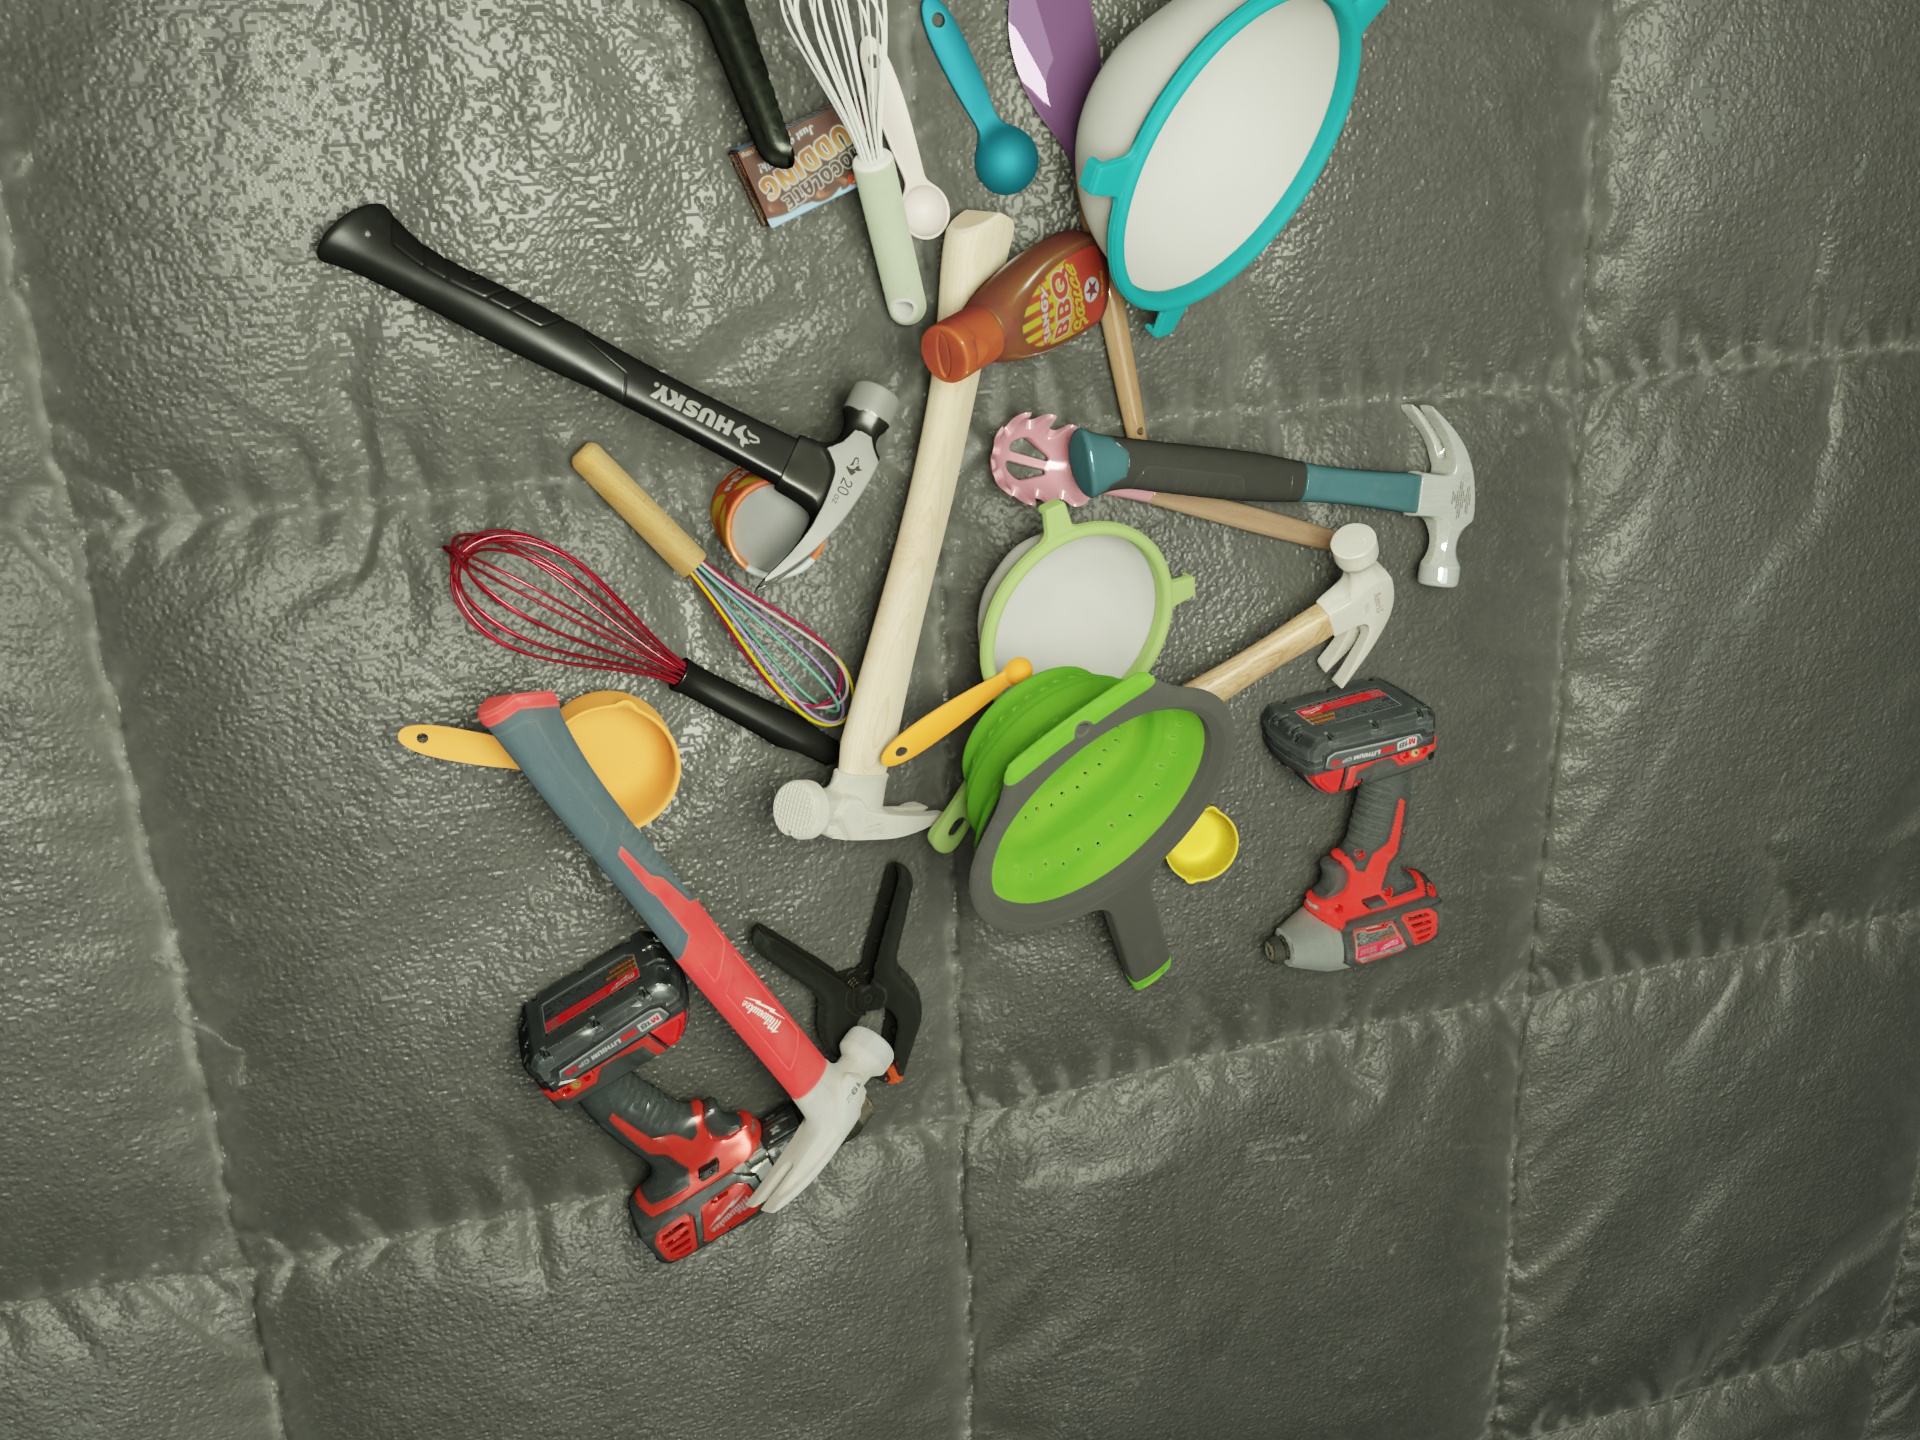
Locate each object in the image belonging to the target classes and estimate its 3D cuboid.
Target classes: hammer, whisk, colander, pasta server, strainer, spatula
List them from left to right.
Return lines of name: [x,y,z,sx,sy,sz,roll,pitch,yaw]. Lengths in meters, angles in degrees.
hammer: [-0.210,-0.201,0.930,0.334,0.035,0.146,26,75,-13]
whisk: [-0.196,-0.038,1.017,0.295,0.073,0.073,30,97,-29]
hammer: [-0.185,0.143,1.012,0.143,0.038,0.386,-52,121,-33]
whisk: [-0.155,-0.086,1.025,0.047,0.051,0.244,-47,111,-7]
whisk: [-0.053,-0.334,0.926,0.058,0.059,0.246,-3,140,11]
hammer: [-0.021,-0.121,1.040,0.146,0.038,0.410,3,103,-54]
strainer: [0.039,-0.030,1.089,0.151,0.069,0.256,22,104,-40]
colander: [0.086,0.076,1.091,0.204,0.095,0.396,-35,147,-9]
spatula: [0.084,-0.327,1.030,0.060,0.018,0.315,-21,112,-15]
hammer: [0.162,-0.011,1.134,0.331,0.031,0.129,-32,142,2]
pasta server: [0.158,-0.152,1.103,0.316,0.040,0.060,11,95,-23]
strainer: [0.182,-0.413,0.970,0.340,0.095,0.210,-48,156,2]
hammer: [0.223,-0.165,1.100,0.331,0.033,0.128,1,101,-26]

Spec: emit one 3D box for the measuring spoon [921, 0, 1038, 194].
measuring spoon: [0.011,-0.386,0.984,0.042,0.021,0.128,-34,116,-5]

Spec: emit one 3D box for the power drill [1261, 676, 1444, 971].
power drill: [0.294,0.090,1.212,0.143,0.079,0.219,-14,115,-13]

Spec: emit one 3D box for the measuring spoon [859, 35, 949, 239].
measuring spoon: [-0.040,-0.359,0.984,0.034,0.018,0.124,-26,108,-21]

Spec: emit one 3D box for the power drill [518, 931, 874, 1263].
power drill: [-0.181,0.258,1.113,0.188,0.080,0.226,-31,117,-6]

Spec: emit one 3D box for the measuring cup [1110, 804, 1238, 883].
measuring cup: [0.130,0.079,1.185,0.156,0.029,0.062,13,103,-9]

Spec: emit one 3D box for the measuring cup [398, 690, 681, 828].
measuring cup: [-0.267,0.017,1.015,0.173,0.052,0.095,11,104,-19]

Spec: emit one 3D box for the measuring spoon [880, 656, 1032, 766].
measuring spoon: [-0.002,-0.003,1.029,0.117,0.011,0.021,-34,125,0]
